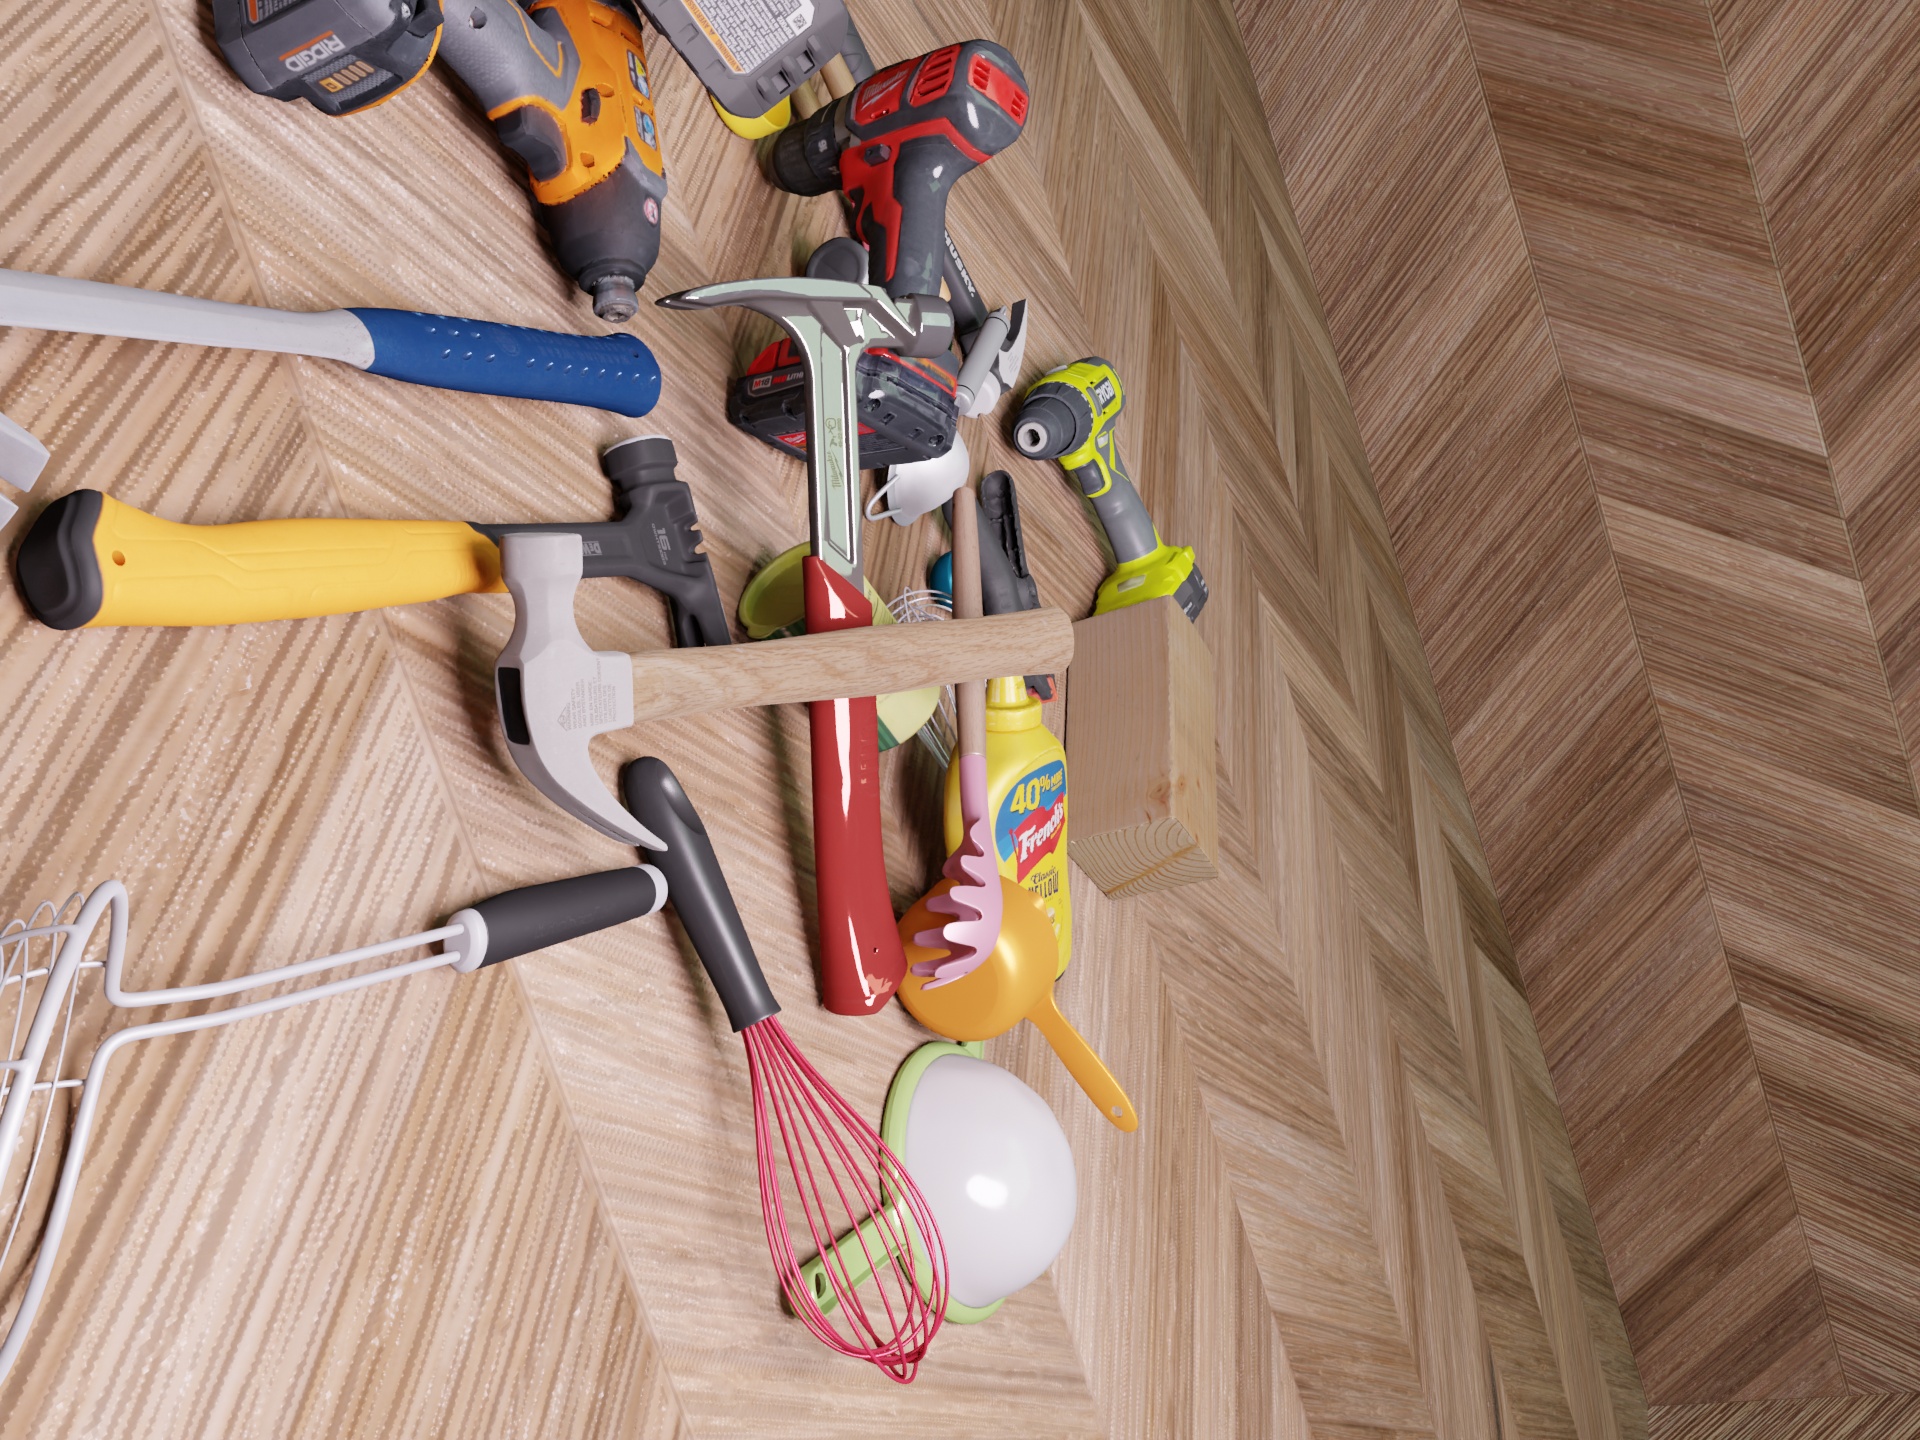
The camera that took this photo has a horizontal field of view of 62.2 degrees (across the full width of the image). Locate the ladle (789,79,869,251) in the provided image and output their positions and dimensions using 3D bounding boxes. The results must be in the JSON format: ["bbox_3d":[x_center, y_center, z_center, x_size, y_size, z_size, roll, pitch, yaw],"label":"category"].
[{"bbox_3d":[-0.104,-0.406,1.029,0.315,0.031,0.069,59,25,-26],"label":"ladle"}]

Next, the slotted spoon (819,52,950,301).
[{"bbox_3d":[-0.079,-0.414,1.028,0.313,0.031,0.070,64,11,-6],"label":"slotted spoon"}]

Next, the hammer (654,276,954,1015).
[{"bbox_3d":[-0.067,-0.031,0.778,0.149,0.037,0.359,-7,99,-34],"label":"hammer"}]

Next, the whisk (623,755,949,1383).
[{"bbox_3d":[-0.081,0.150,0.699,0.296,0.073,0.073,65,25,6],"label":"whisk"}]

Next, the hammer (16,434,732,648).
[{"bbox_3d":[-0.200,-0.055,0.622,0.337,0.034,0.127,-15,89,-65],"label":"hammer"}]

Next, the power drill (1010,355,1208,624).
[{"bbox_3d":[0.115,-0.174,1.288,0.228,0.080,0.190,65,26,-13],"label":"power drill"}]

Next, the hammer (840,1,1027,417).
[{"bbox_3d":[-0.038,-0.392,1.144,0.334,0.035,0.146,61,29,-26],"label":"hammer"}]

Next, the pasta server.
[{"bbox_3d":[-0.001,-0.003,0.874,0.040,0.060,0.316,9,58,-17],"label":"pasta server"}]

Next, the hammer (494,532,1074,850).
[{"bbox_3d":[-0.060,-0.022,0.724,0.331,0.031,0.130,-9,102,-47],"label":"hammer"}]

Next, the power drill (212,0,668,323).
[{"bbox_3d":[-0.205,-0.275,0.683,0.226,0.084,0.164,15,63,-66],"label":"power drill"}]

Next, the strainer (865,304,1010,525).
[{"bbox_3d":[-0.001,-0.212,1.068,0.086,0.050,0.259,88,17,-45],"label":"strainer"}]

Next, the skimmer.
[{"bbox_3d":[-0.179,0.094,0.515,0.363,0.090,0.127,-9,116,-67],"label":"skimmer"}]

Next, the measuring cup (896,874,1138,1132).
[{"bbox_3d":[0.031,0.164,0.865,0.174,0.095,0.052,50,29,8],"label":"measuring cup"}]

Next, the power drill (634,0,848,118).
[{"bbox_3d":[-0.139,-0.391,0.798,0.171,0.080,0.223,49,6,-39],"label":"power drill"}]

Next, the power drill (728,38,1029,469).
[{"bbox_3d":[-0.060,-0.260,0.895,0.080,0.188,0.227,21,76,-43],"label":"power drill"}]

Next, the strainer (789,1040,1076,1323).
[{"bbox_3d":[0.001,0.249,0.819,0.256,0.069,0.151,-6,82,-66],"label":"strainer"}]

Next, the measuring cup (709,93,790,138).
[{"bbox_3d":[-0.145,-0.425,0.954,0.062,0.029,0.156,-22,93,-65],"label":"measuring cup"}]

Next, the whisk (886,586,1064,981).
[{"bbox_3d":[0.014,0.047,0.985,0.284,0.070,0.070,69,25,-21],"label":"whisk"}]

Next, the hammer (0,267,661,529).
[{"bbox_3d":[-0.226,-0.134,0.576,0.144,0.035,0.405,52,21,7],"label":"hammer"}]

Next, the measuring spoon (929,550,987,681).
[{"bbox_3d":[0.003,-0.054,1.067,0.042,0.021,0.128,-68,145,-54],"label":"measuring spoon"}]
